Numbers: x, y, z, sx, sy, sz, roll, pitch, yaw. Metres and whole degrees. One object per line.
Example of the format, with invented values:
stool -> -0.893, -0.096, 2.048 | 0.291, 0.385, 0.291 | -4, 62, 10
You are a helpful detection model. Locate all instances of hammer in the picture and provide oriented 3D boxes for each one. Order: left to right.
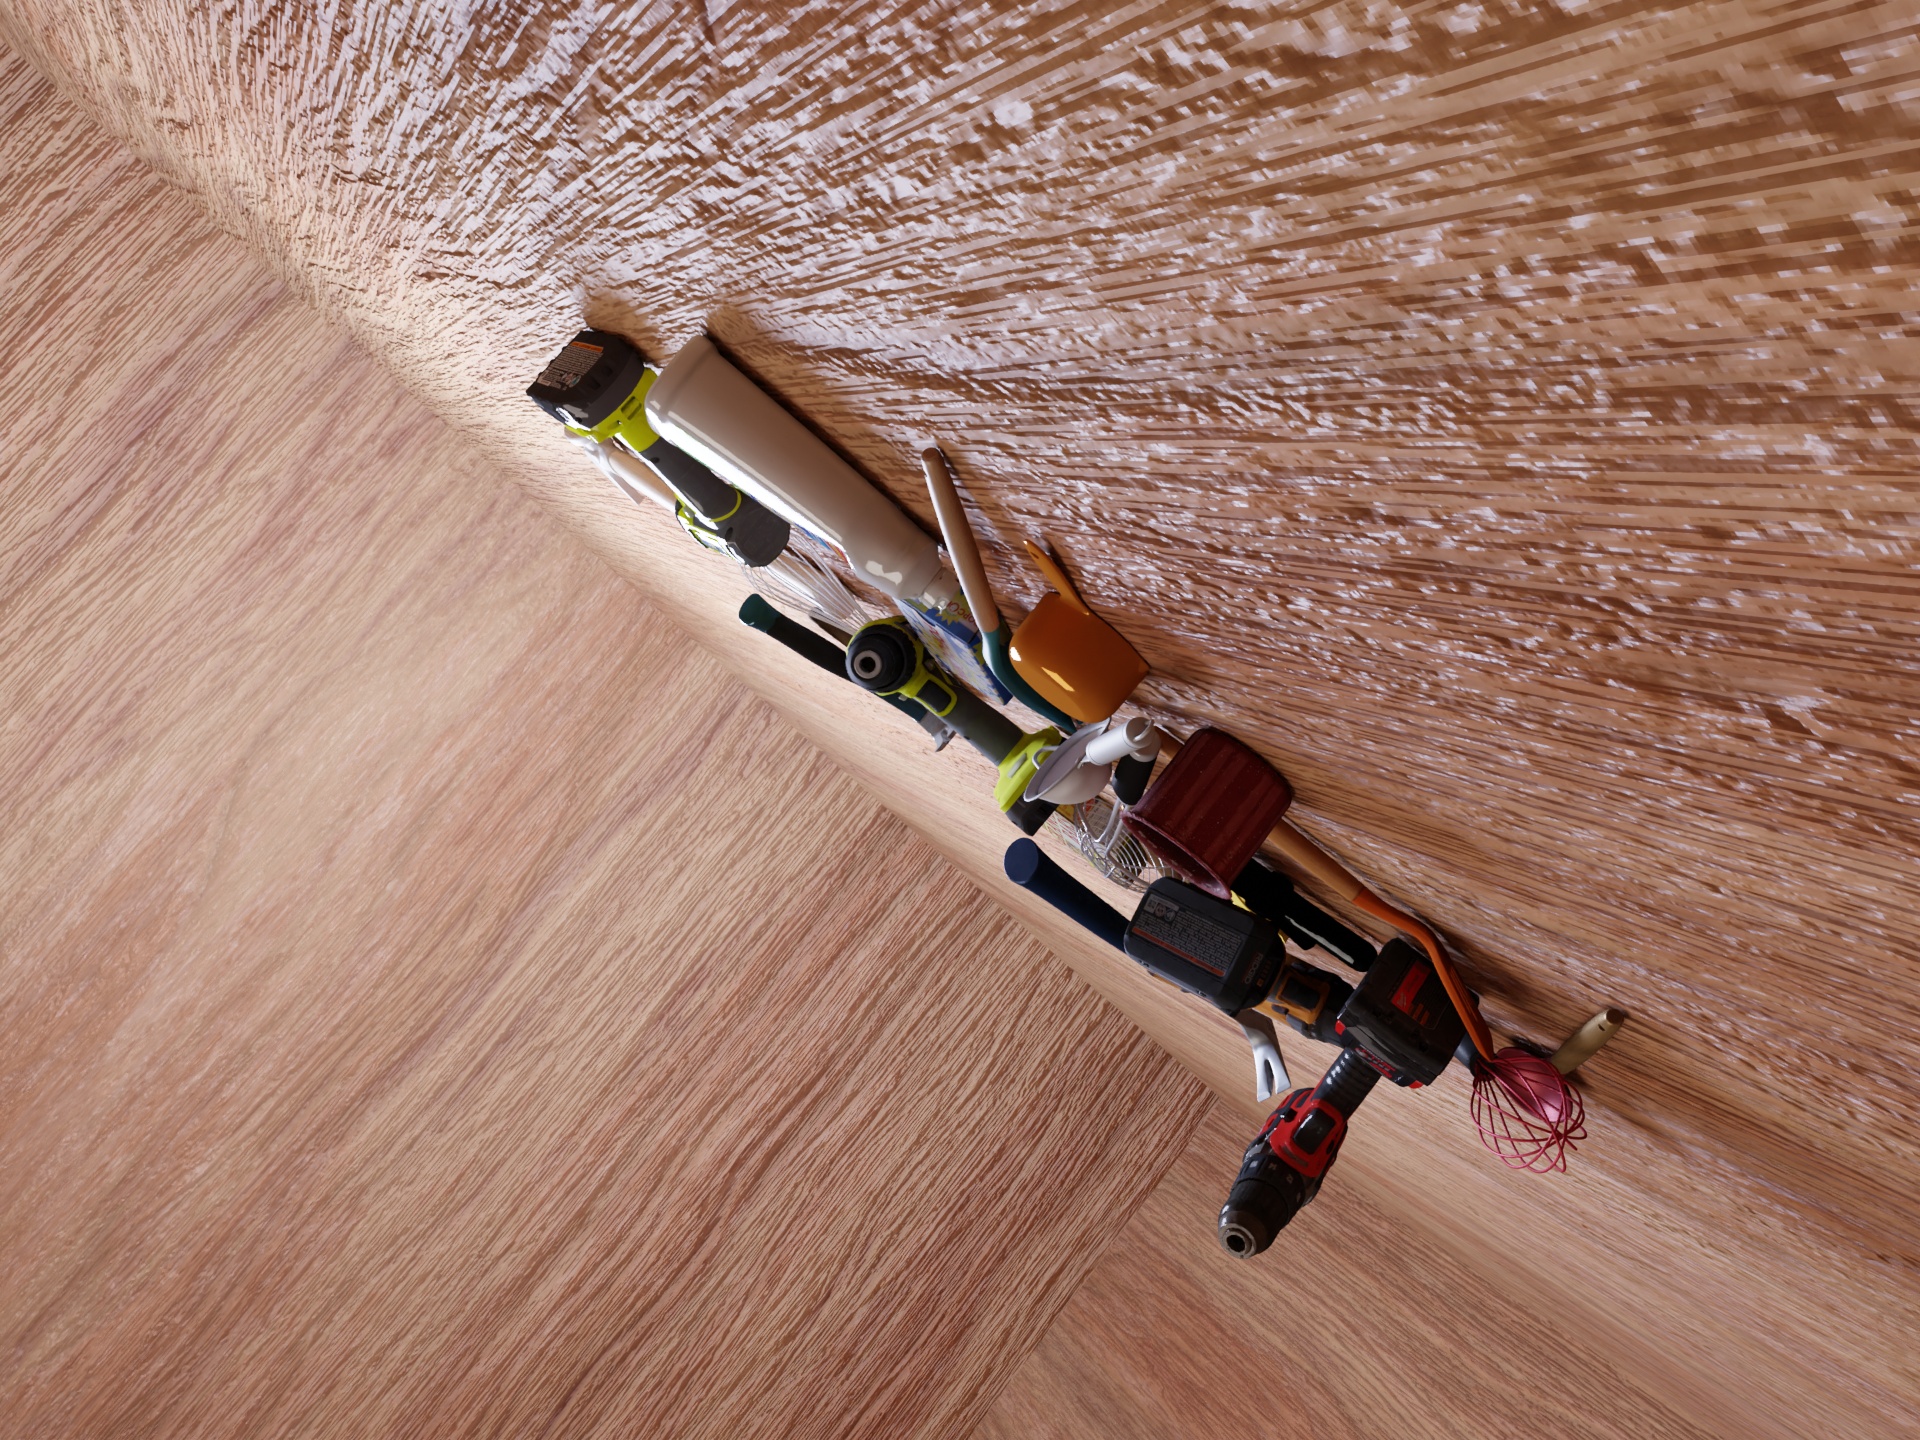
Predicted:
hammer -> -0.254, -0.201, 1.667 | 0.411, 0.038, 0.146 | 34, 171, 32
hammer -> -0.109, -0.050, 1.593 | 0.128, 0.033, 0.330 | 44, -172, 38
hammer -> 0.172, 0.210, 1.387 | 0.405, 0.035, 0.144 | 38, -151, -40

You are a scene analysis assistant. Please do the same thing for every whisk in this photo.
whisk -> -0.098, -0.092, 1.516 | 0.284, 0.070, 0.070 | 38, 173, -24
whisk -> 0.384, 0.256, 1.147 | 0.073, 0.073, 0.296 | 39, -174, 0

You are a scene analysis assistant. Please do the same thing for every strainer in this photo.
strainer -> 0.093, 0.024, 1.073 | 0.050, 0.087, 0.258 | 43, 168, -1

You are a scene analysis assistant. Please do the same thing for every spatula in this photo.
spatula -> 0.023, -0.086, 1.083 | 0.317, 0.044, 0.082 | 67, 178, -58
spatula -> 0.255, 0.114, 1.121 | 0.323, 0.041, 0.081 | 39, -166, 13

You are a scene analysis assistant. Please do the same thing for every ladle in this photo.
ladle -> 0.419, 0.233, 1.101 | 0.069, 0.031, 0.315 | 46, 173, 22

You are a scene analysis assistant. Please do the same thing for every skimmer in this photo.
skimmer -> 0.147, 0.057, 1.253 | 0.127, 0.090, 0.363 | 51, 168, 15

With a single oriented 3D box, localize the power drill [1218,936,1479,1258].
power drill -> 0.276, 0.288, 1.180 | 0.080, 0.226, 0.188 | 37, -148, 15

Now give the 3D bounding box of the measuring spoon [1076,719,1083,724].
measuring spoon -> 0.077, -0.044, 1.154 | 0.128, 0.021, 0.042 | 65, 179, -52

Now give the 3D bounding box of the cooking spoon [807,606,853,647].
cooking spoon -> -0.030, -0.023, 1.605 | 0.318, 0.017, 0.069 | 36, -177, -29

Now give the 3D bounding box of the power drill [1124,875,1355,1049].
power drill -> 0.260, 0.216, 1.310 | 0.185, 0.084, 0.226 | 24, 174, 43

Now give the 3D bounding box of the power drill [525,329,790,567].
power drill -> -0.262, -0.230, 1.381 | 0.223, 0.080, 0.171 | 46, 169, -34

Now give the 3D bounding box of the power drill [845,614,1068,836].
power drill -> -0.002, -0.004, 1.368 | 0.228, 0.080, 0.190 | 39, -171, 1

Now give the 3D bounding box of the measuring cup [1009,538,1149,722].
measuring cup -> 0.059, -0.055, 1.023 | 0.095, 0.052, 0.173 | 34, 172, 32

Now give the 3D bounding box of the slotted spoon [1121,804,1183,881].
slotted spoon -> 0.211, 0.153, 1.579 | 0.070, 0.031, 0.313 | 33, 168, 36

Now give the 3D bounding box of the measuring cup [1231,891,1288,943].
measuring cup -> 0.241, 0.138, 1.367 | 0.156, 0.029, 0.062 | 47, 168, -33
